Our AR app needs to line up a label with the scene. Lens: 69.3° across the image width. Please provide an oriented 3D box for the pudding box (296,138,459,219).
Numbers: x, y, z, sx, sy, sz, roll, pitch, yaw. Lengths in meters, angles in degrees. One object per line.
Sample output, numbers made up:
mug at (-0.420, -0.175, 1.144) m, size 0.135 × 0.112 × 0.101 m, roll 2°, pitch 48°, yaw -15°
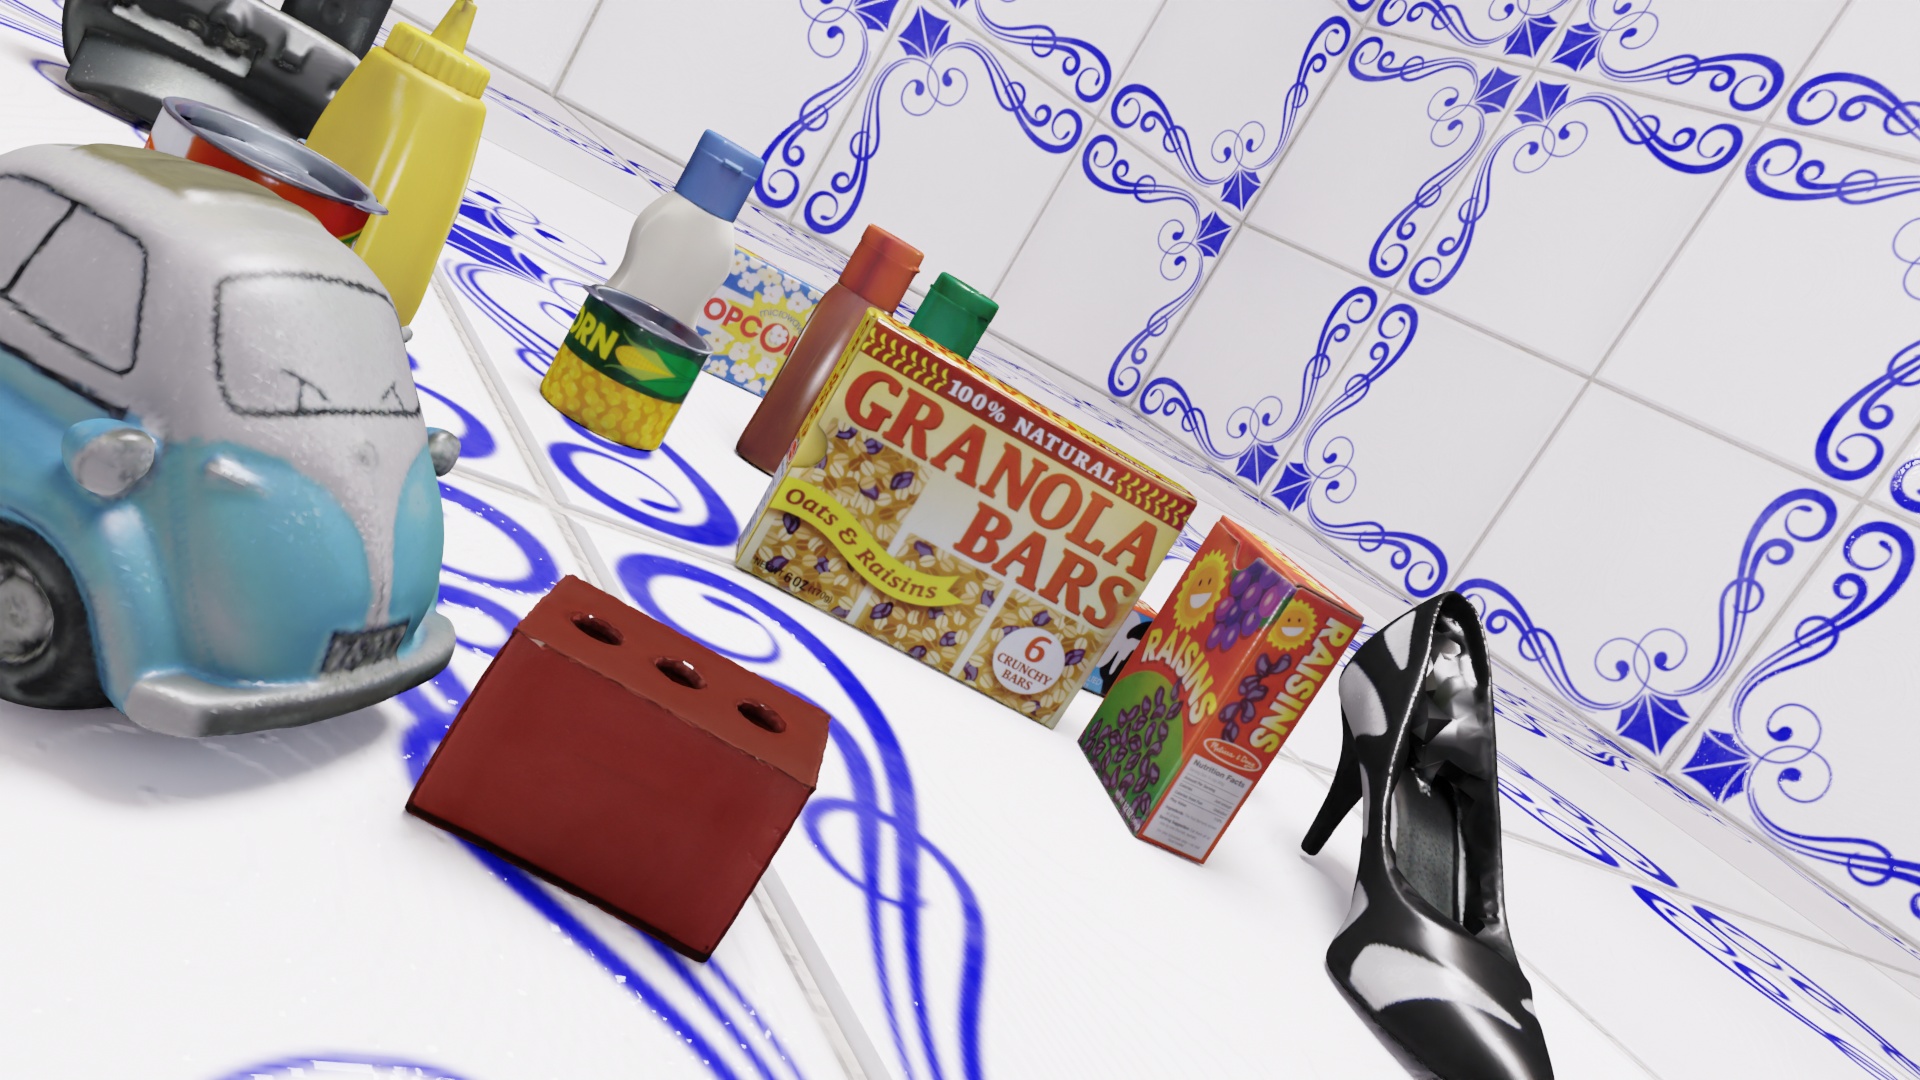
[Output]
pudding box at (-0.298, -0.161, 0.694) m, size 0.030 × 0.049 × 0.084 m, roll 36°, pitch 12°, yaw 24°

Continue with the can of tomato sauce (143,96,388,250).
can of tomato sauce at (-0.237, -0.089, 0.450) m, size 0.071 × 0.083 × 0.071 m, roll 30°, pitch 11°, yaw -6°

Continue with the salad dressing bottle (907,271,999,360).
salad dressing bottle at (-0.032, -0.071, 0.742) m, size 0.044 × 0.147 × 0.064 m, roll 35°, pitch 11°, yaw 22°

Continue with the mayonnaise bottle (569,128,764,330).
mayonnaise bottle at (-0.157, -0.150, 0.757) m, size 0.065 × 0.147 × 0.041 m, roll 26°, pitch 12°, yaw -27°

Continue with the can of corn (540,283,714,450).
can of corn at (-0.167, -0.086, 0.686) m, size 0.071 × 0.058 × 0.071 m, roll 30°, pitch 11°, yaw -6°

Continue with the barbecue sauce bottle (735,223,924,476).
barbecue sauce bottle at (-0.072, -0.106, 0.788) m, size 0.044 × 0.148 × 0.065 m, roll 32°, pitch 11°, yaw 7°

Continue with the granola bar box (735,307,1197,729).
granola bar box at (0.002, -0.008, 0.616) m, size 0.165 × 0.124 × 0.039 m, roll 28°, pitch 11°, yaw -13°

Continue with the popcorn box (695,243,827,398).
popcorn box at (-0.149, -0.153, 0.955) m, size 0.126 × 0.085 × 0.038 m, roll 24°, pitch 13°, yaw -34°

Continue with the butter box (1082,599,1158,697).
butter box at (0.050, 0.040, 0.713) m, size 0.103 × 0.053 × 0.024 m, roll 25°, pitch 12°, yaw -28°

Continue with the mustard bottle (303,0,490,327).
mustard bottle at (-0.227, -0.152, 0.556) m, size 0.065 × 0.160 × 0.049 m, roll 36°, pitch 12°, yaw 24°

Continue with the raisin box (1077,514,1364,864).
raisin box at (0.106, 0.061, 0.591) m, size 0.040 × 0.123 × 0.086 m, roll 27°, pitch 11°, yaw -19°
